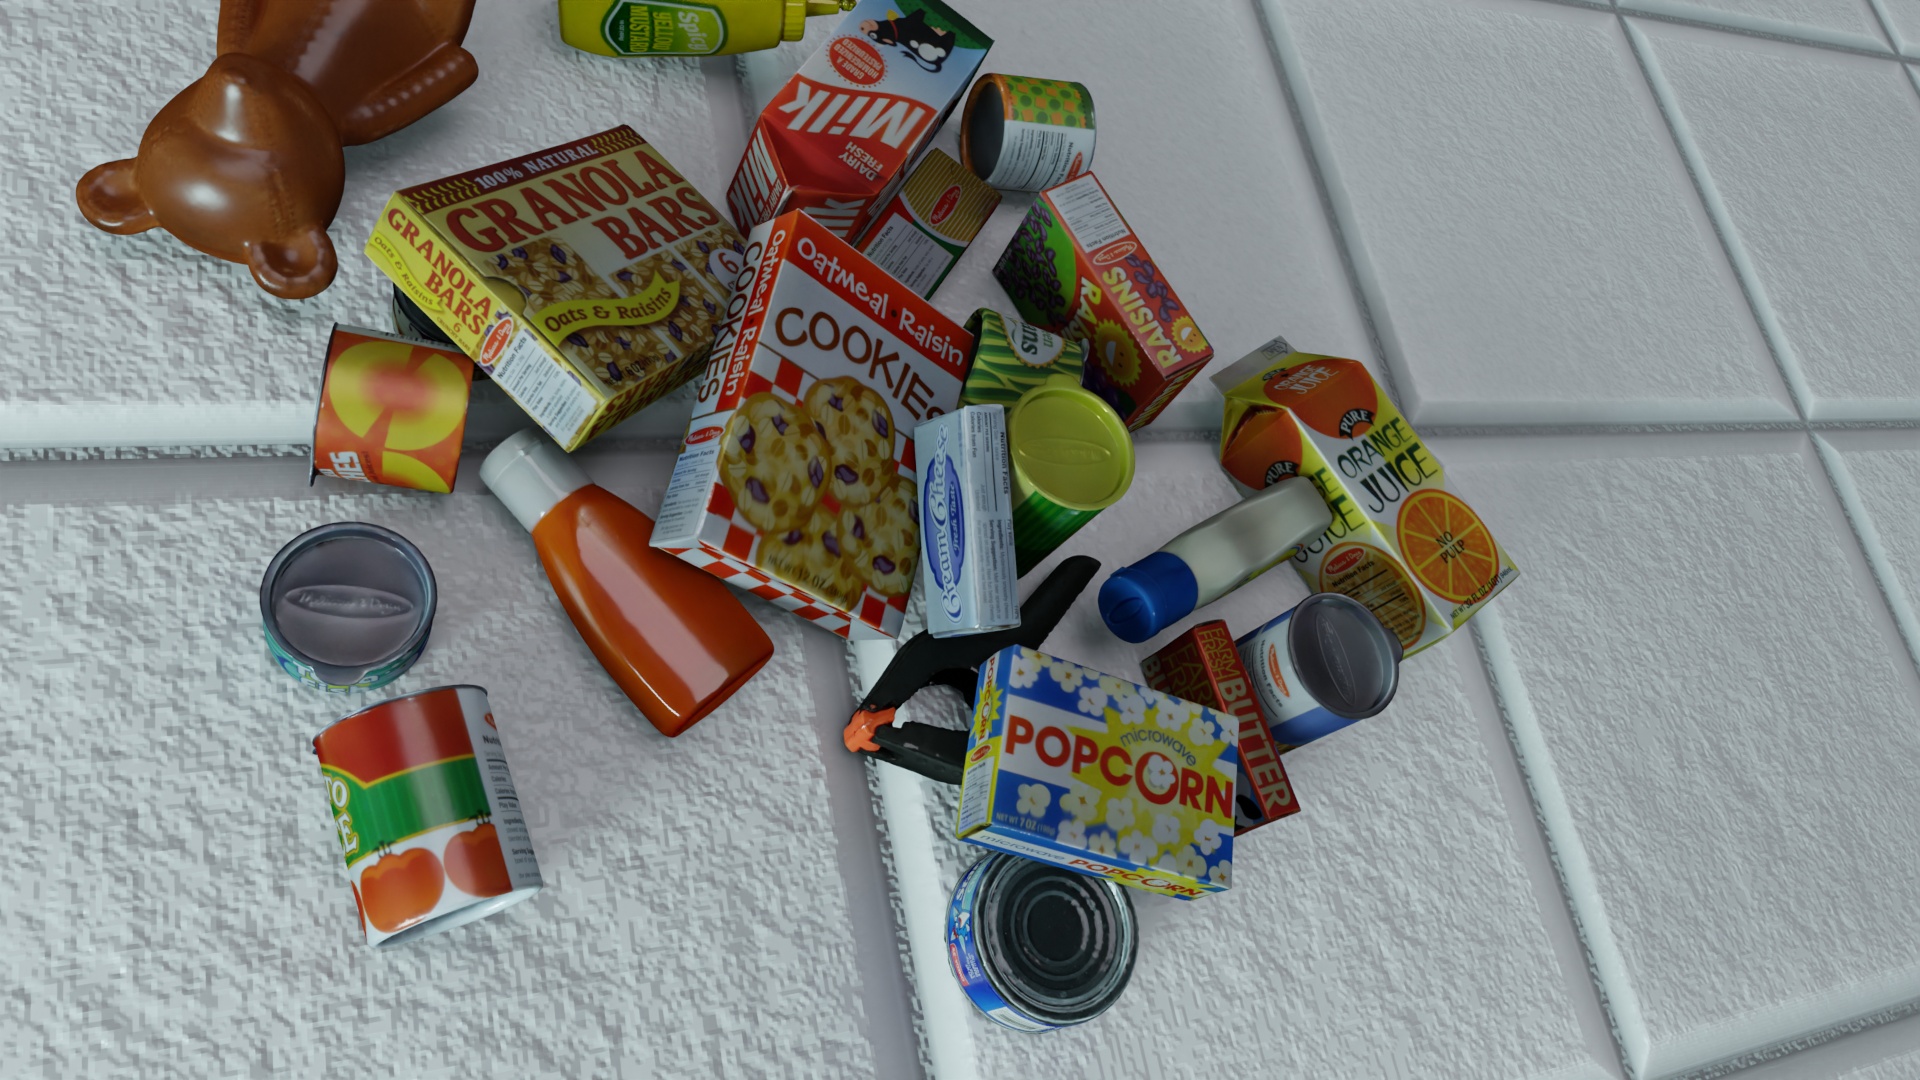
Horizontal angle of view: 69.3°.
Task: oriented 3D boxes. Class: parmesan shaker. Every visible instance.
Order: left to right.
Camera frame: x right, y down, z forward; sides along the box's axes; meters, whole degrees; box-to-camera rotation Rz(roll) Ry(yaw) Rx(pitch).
[{"bbox_3d":[0.033,-0.028,0.690,0.071,0.102,0.071,10,64,-21],"label":"parmesan shaker"}]

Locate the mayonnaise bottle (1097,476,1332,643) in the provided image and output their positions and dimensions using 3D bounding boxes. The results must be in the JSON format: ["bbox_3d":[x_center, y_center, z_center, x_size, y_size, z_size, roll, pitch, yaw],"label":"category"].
[{"bbox_3d":[0.132,0.011,0.730,0.149,0.064,0.041,-25,81,-40],"label":"mayonnaise bottle"}]

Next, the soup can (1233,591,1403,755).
[{"bbox_3d":[0.176,0.072,0.720,0.071,0.083,0.071,10,64,-21],"label":"soup can"}]

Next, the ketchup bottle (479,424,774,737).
[{"bbox_3d":[-0.153,0.014,0.621,0.149,0.043,0.065,49,54,3],"label":"ketchup bottle"}]

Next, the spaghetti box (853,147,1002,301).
[{"bbox_3d":[-0.055,-0.116,0.735,0.050,0.028,0.251,36,57,-6],"label":"spaghetti box"}]

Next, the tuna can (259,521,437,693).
[{"bbox_3d":[-0.252,0.031,0.574,0.071,0.032,0.071,10,63,-20],"label":"tuna can"}]

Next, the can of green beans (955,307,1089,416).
[{"bbox_3d":[0.026,-0.083,0.734,0.058,0.071,0.071,19,61,-15],"label":"can of green beans"}]

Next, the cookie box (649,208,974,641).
[{"bbox_3d":[-0.064,-0.052,0.654,0.123,0.040,0.168,31,63,-39],"label":"cookie box"}]

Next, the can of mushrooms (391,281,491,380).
[{"bbox_3d":[-0.229,-0.108,0.649,0.071,0.033,0.071,10,62,-20],"label":"can of mushrooms"}]

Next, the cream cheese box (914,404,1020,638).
[{"bbox_3d":[0.002,-0.008,0.643,0.024,0.053,0.104,-2,84,-26],"label":"cream cheese box"}]

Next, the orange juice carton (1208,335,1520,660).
[{"bbox_3d":[0.220,-0.030,0.794,0.072,0.072,0.193,-30,81,-32],"label":"orange juice carton"}]

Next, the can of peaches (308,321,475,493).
[{"bbox_3d":[-0.244,-0.054,0.599,0.058,0.071,0.071,9,64,-22],"label":"can of peaches"}]

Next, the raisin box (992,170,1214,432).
[{"bbox_3d":[0.077,-0.126,0.766,0.040,0.085,0.123,-27,80,-25],"label":"raisin box"}]

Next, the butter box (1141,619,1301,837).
[{"bbox_3d":[0.130,0.097,0.706,0.024,0.053,0.104,-10,71,-30],"label":"butter box"}]

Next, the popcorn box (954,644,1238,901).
[{"bbox_3d":[0.065,0.108,0.636,0.127,0.038,0.085,20,60,-20],"label":"popcorn box"}]

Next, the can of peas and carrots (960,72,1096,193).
[{"bbox_3d":[0.038,-0.239,0.814,0.059,0.070,0.071,-2,68,-25],"label":"can of peas and carrots"}]

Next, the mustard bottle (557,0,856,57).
[{"bbox_3d":[-0.134,-0.292,0.747,0.160,0.065,0.049,-2,71,-13],"label":"mustard bottle"}]

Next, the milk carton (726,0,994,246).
[{"bbox_3d":[-0.062,-0.219,0.754,0.073,0.072,0.191,35,58,-7],"label":"milk carton"}]

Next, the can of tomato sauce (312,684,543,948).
[{"bbox_3d":[-0.208,0.107,0.539,0.071,0.071,0.083,-14,74,-29],"label":"can of tomato sauce"}]

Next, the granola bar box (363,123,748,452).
[{"bbox_3d":[-0.167,-0.124,0.645,0.124,0.039,0.166,45,34,-1],"label":"granola bar box"}]
